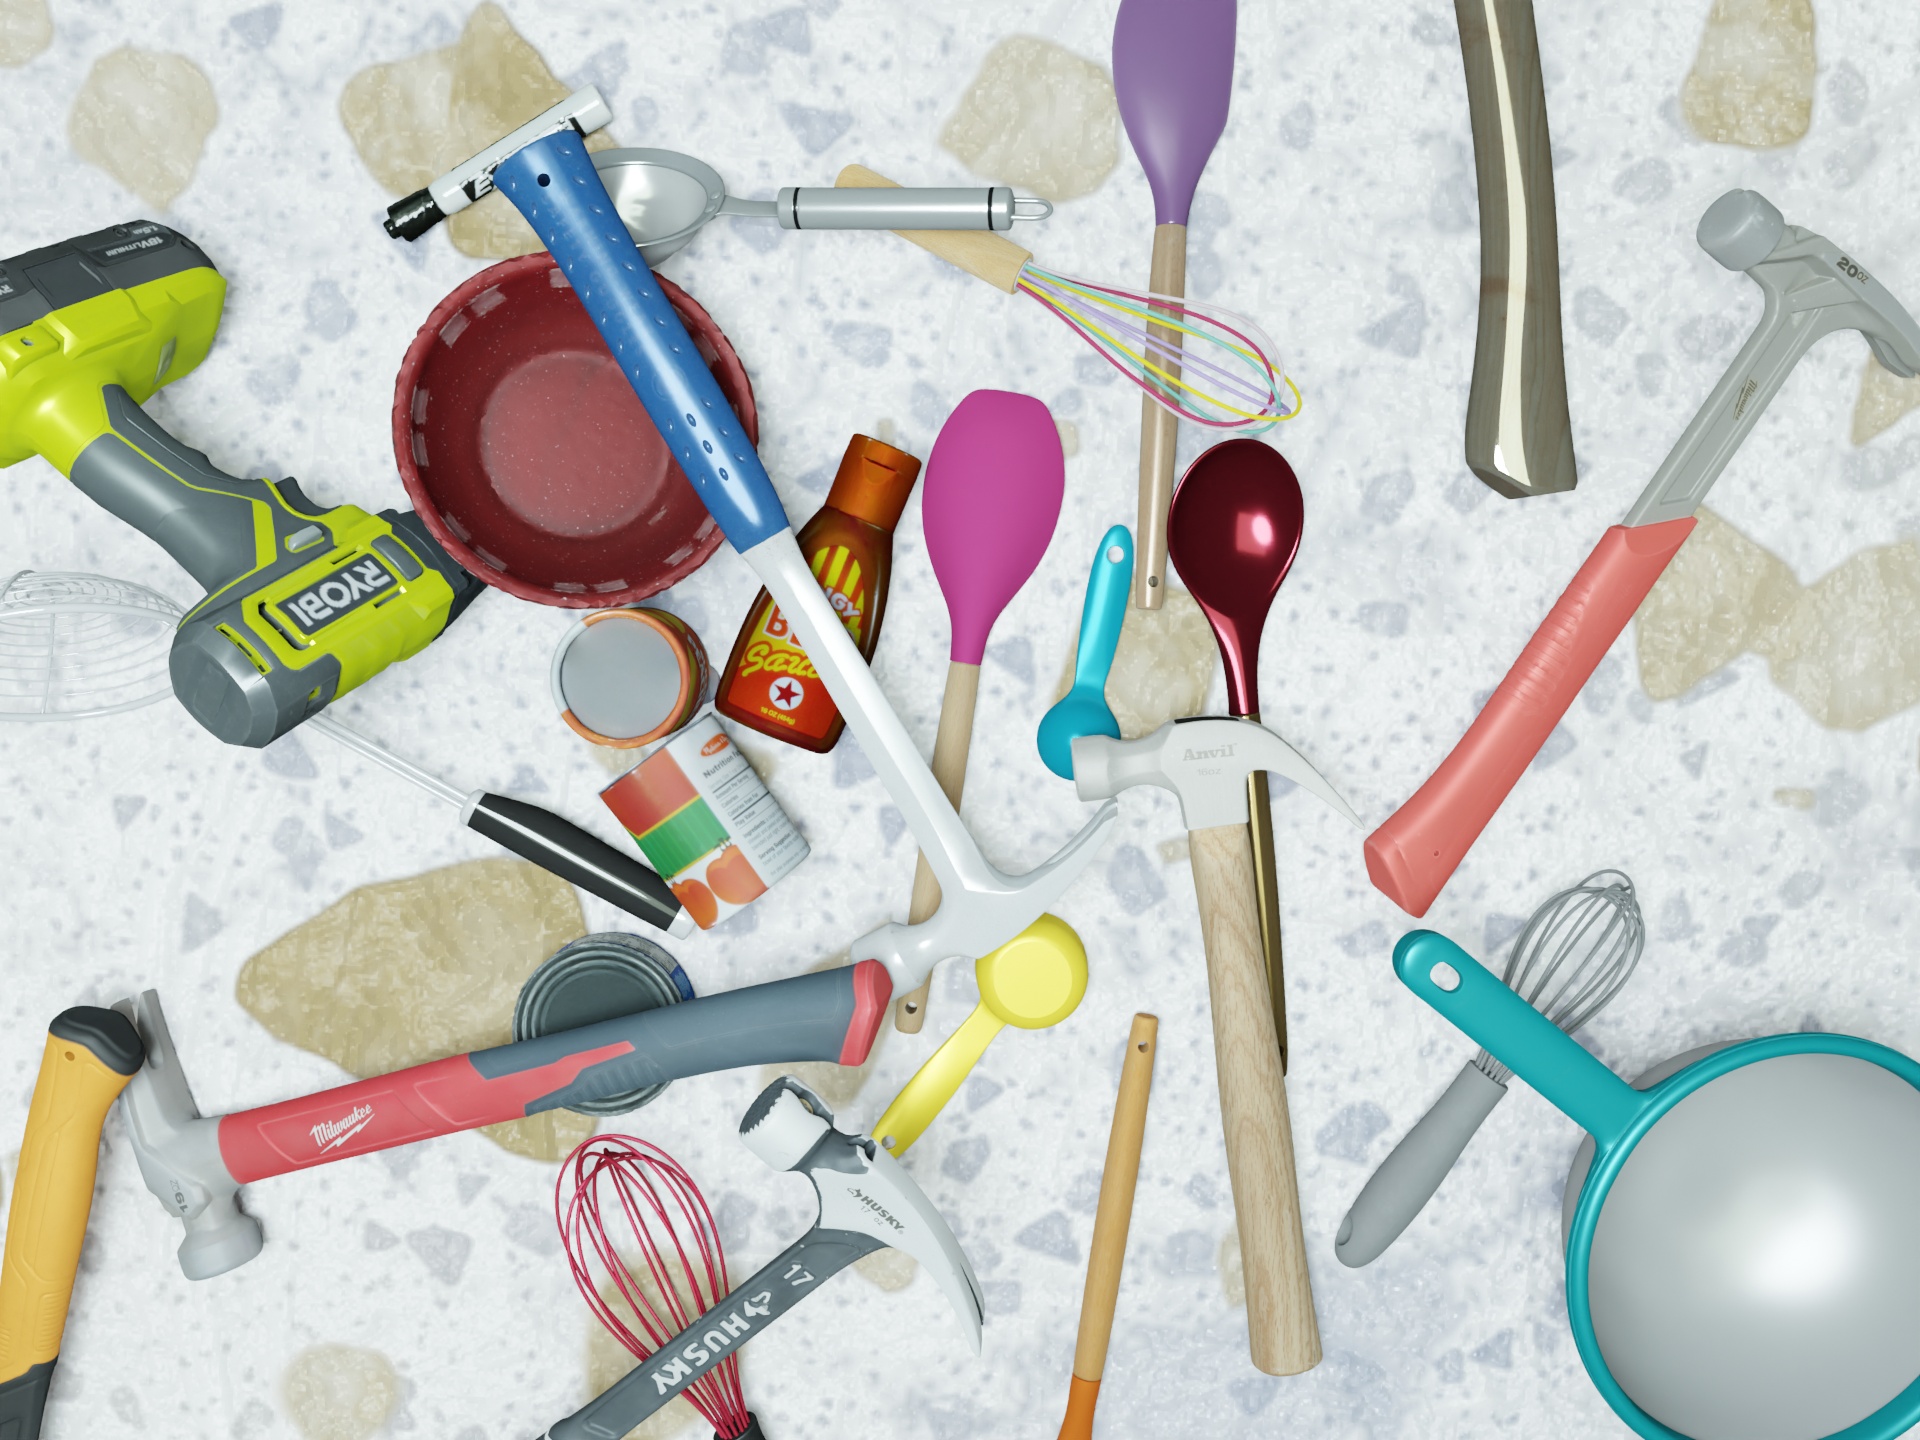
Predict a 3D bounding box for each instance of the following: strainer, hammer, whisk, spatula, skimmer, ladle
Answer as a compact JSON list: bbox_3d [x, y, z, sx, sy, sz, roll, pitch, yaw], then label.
[{"bbox_3d":[-0.086,-0.234,0.735,0.258,0.087,0.050,3,138,9],"label":"strainer"},{"bbox_3d":[-0.220,0.156,0.747,0.386,0.038,0.143,-16,93,12],"label":"hammer"},{"bbox_3d":[-0.119,0.334,0.788,0.073,0.073,0.295,-23,100,2],"label":"whisk"},{"bbox_3d":[-0.162,0.330,0.744,0.149,0.036,0.409,44,109,-11],"label":"hammer"},{"bbox_3d":[-0.076,-0.074,0.710,0.144,0.035,0.405,-29,98,10],"label":"hammer"},{"bbox_3d":[0.068,0.306,0.792,0.081,0.041,0.322,9,93,0],"label":"spatula"},{"bbox_3d":[0.314,-0.058,0.758,0.149,0.037,0.359,29,98,-22],"label":"hammer"},{"bbox_3d":[-0.299,0.036,0.745,0.363,0.127,0.090,29,61,-8],"label":"skimmer"},{"bbox_3d":[-0.460,0.294,0.774,0.127,0.034,0.337,17,101,-2],"label":"hammer"},{"bbox_3d":[0.141,0.160,0.770,0.130,0.031,0.331,-8,99,6],"label":"hammer"},{"bbox_3d":[0.097,-0.211,0.764,0.059,0.018,0.316,2,93,-4],"label":"spatula"},{"bbox_3d":[0.049,-0.200,0.745,0.245,0.051,0.047,30,75,9],"label":"whisk"},{"bbox_3d":[0.143,0.022,0.778,0.069,0.031,0.315,-7,96,-8],"label":"ladle"},{"bbox_3d":[0.257,0.174,0.783,0.055,0.055,0.239,34,98,-3],"label":"whisk"},{"bbox_3d":[0.264,-0.313,0.749,0.146,0.038,0.410,-7,95,-1],"label":"hammer"},{"bbox_3d":[0.321,0.199,0.749,0.340,0.095,0.211,39,92,-8],"label":"strainer"}]

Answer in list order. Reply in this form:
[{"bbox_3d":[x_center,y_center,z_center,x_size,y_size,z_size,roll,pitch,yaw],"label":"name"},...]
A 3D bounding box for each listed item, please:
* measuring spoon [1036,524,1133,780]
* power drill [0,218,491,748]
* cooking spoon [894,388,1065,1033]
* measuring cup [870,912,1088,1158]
[{"bbox_3d":[0.066,-0.032,0.775,0.042,0.021,0.128,10,96,-1],"label":"measuring spoon"},{"bbox_3d":[-0.327,-0.111,0.714,0.223,0.171,0.080,45,133,-1],"label":"power drill"},{"bbox_3d":[-0.001,-0.002,0.779,0.069,0.017,0.319,9,94,0],"label":"cooking spoon"},{"bbox_3d":[0.004,0.163,0.785,0.062,0.029,0.156,39,92,-3],"label":"measuring cup"}]
